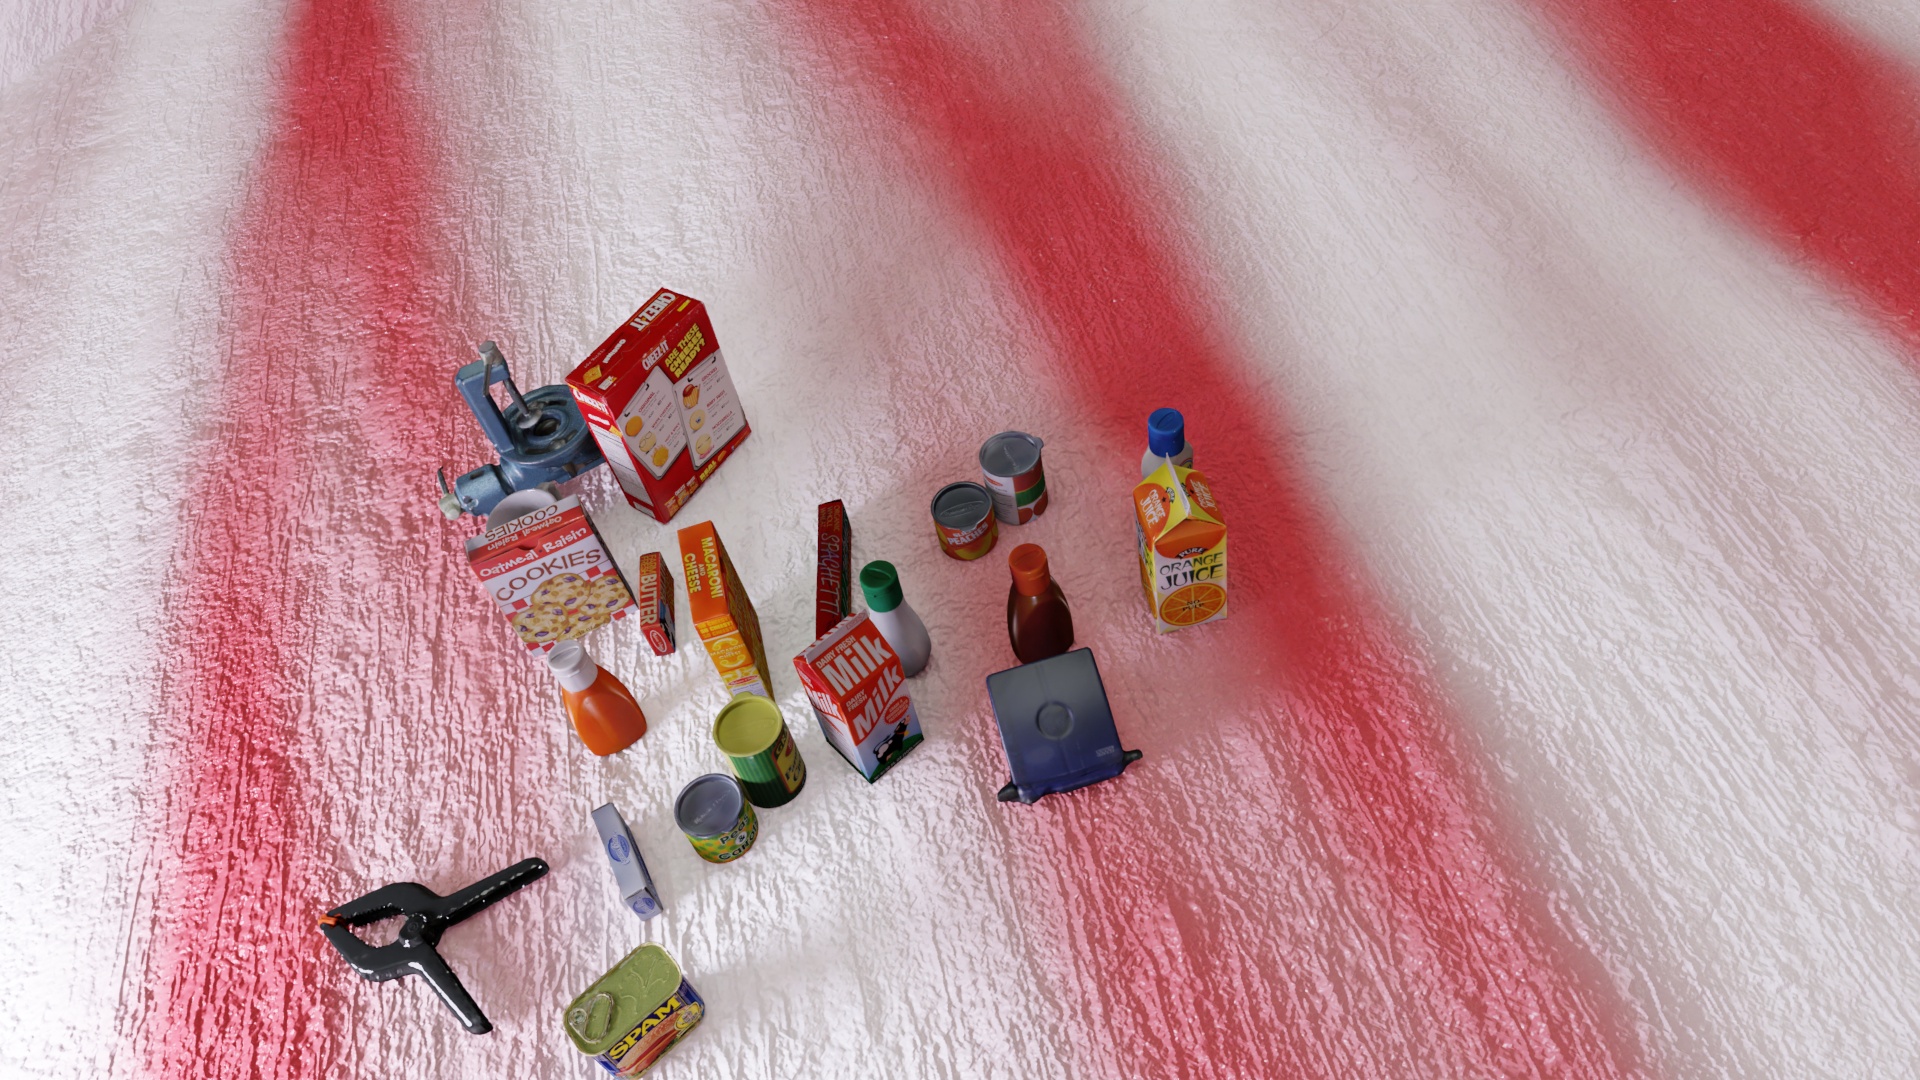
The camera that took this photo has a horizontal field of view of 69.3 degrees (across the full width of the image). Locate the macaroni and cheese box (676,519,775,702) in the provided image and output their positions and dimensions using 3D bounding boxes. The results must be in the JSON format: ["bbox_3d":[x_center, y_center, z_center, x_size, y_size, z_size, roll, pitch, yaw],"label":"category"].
[{"bbox_3d":[-0.232,0.078,1.384,0.040,0.165,0.124,-17,50,-3],"label":"macaroni and cheese box"}]

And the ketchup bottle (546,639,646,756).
[{"bbox_3d":[-0.359,0.153,1.359,0.065,0.148,0.044,-28,52,-12],"label":"ketchup bottle"}]

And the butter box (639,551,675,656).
[{"bbox_3d":[-0.324,0.067,1.484,0.024,0.053,0.104,-12,50,1],"label":"butter box"}]

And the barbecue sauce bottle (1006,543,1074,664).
[{"bbox_3d":[0.074,0.062,1.351,0.065,0.147,0.044,-27,52,-11],"label":"barbecue sauce bottle"}]

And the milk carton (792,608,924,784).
[{"bbox_3d":[-0.097,0.139,1.294,0.072,0.189,0.073,-39,55,-19],"label":"milk carton"}]

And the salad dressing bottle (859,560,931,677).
[{"bbox_3d":[-0.067,0.077,1.365,0.064,0.147,0.044,18,57,23],"label":"salad dressing bottle"}]

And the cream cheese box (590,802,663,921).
[{"bbox_3d":[-0.310,0.299,1.293,0.024,0.053,0.104,-27,52,-11],"label":"cream cheese box"}]

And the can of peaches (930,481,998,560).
[{"bbox_3d":[0.005,-0.019,1.487,0.071,0.057,0.071,-5,51,7],"label":"can of peaches"}]

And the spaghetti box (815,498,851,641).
[{"bbox_3d":[-0.132,0.066,1.450,0.029,0.050,0.251,-8,50,5],"label":"spaghetti box"}]

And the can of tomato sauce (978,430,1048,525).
[{"bbox_3d":[0.060,-0.068,1.501,0.071,0.082,0.071,-5,51,7],"label":"can of tomato sauce"}]

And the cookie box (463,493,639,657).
[{"bbox_3d":[-0.424,0.039,1.452,0.123,0.166,0.040,-25,51,-9],"label":"cookie box"}]

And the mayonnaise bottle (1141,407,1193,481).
[{"bbox_3d":[0.215,-0.074,1.434,0.041,0.147,0.065,32,64,31],"label":"mayonnaise bottle"}]

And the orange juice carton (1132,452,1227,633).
[{"bbox_3d":[0.213,0.002,1.344,0.073,0.191,0.072,-14,50,0],"label":"orange juice carton"}]

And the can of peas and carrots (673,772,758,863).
[{"bbox_3d":[-0.226,0.262,1.304,0.071,0.058,0.071,-5,51,7],"label":"can of peas and carrots"}]

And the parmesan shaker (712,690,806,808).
[{"bbox_3d":[-0.189,0.199,1.319,0.071,0.102,0.072,-5,51,7],"label":"parmesan shaker"}]
